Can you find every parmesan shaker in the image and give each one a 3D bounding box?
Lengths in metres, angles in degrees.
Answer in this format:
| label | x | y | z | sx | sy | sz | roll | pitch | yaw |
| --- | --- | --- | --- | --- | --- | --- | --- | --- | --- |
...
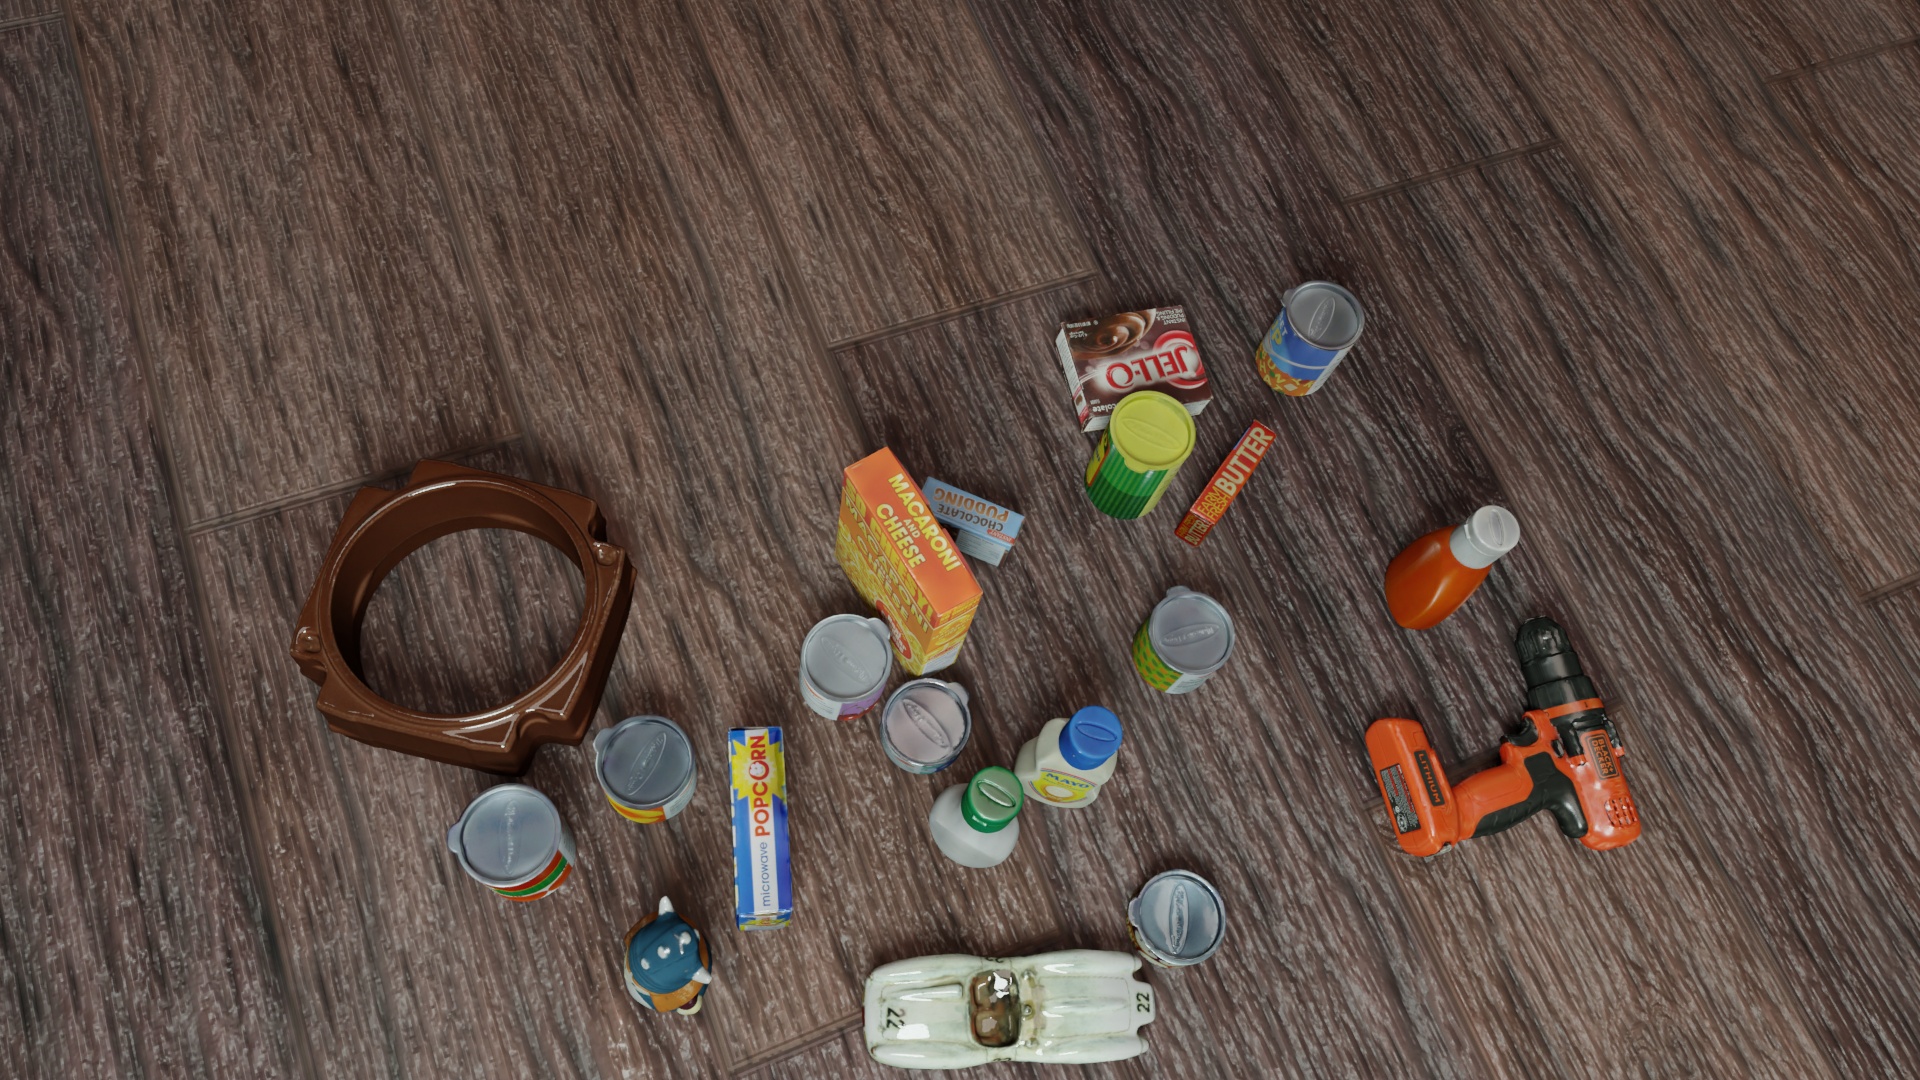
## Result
| label | x | y | z | sx | sy | sz | roll | pitch | yaw |
| --- | --- | --- | --- | --- | --- | --- | --- | --- | --- |
| parmesan shaker | 0.137 | -0.063 | 1.089 | 0.071 | 0.102 | 0.071 | 3 | 68 | -7 |

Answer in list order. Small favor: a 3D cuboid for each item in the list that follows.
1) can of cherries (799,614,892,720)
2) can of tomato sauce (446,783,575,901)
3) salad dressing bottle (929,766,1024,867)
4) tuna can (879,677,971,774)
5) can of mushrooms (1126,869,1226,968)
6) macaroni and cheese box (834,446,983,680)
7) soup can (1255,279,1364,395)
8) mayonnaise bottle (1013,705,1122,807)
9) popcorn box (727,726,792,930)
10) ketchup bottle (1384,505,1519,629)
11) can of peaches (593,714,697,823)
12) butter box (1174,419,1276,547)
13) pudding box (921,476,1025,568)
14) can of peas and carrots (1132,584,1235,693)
| label | x | y | z | sx | sy | sz | roll | pitch | yaw |
| --- | --- | --- | --- | --- | --- | --- | --- | --- | --- |
| can of cherries | -0.083 | 0.093 | 1.019 | 0.071 | 0.058 | 0.072 | 3 | 68 | -7 |
| can of tomato sauce | -0.298 | 0.204 | 0.930 | 0.071 | 0.082 | 0.071 | 3 | 68 | -7 |
| salad dressing bottle | 0.014 | 0.188 | 0.945 | 0.064 | 0.147 | 0.044 | 32 | 68 | 5 |
| tuna can | -0.025 | 0.135 | 1.023 | 0.071 | 0.032 | 0.071 | 3 | 68 | -7 |
| can of mushrooms | 0.151 | 0.270 | 0.993 | 0.071 | 0.033 | 0.071 | 3 | 68 | -7 |
| macaroni and cheese box | -0.041 | 0.022 | 0.995 | 0.040 | 0.165 | 0.124 | -29 | 75 | -17 |
| soup can | 0.289 | -0.170 | 1.164 | 0.071 | 0.083 | 0.071 | 3 | 68 | -7 |
| mayonnaise bottle | 0.078 | 0.151 | 0.969 | 0.065 | 0.147 | 0.041 | 17 | 67 | -1 |
| popcorn box | -0.138 | 0.199 | 0.953 | 0.038 | 0.085 | 0.127 | -3 | 69 | -9 |
| ketchup bottle | 0.375 | 0.018 | 1.064 | 0.043 | 0.148 | 0.065 | 1 | 68 | -7 |
| can of peaches | -0.220 | 0.160 | 0.972 | 0.071 | 0.057 | 0.071 | 3 | 68 | -7 |
| butter box | 0.213 | -0.045 | 1.120 | 0.024 | 0.053 | 0.104 | 35 | 68 | 7 |
| pudding box | 0.004 | -0.014 | 1.079 | 0.084 | 0.049 | 0.030 | 22 | 67 | 1 |
| can of peas and carrots | 0.168 | 0.076 | 1.060 | 0.071 | 0.058 | 0.071 | 3 | 68 | -7 |
